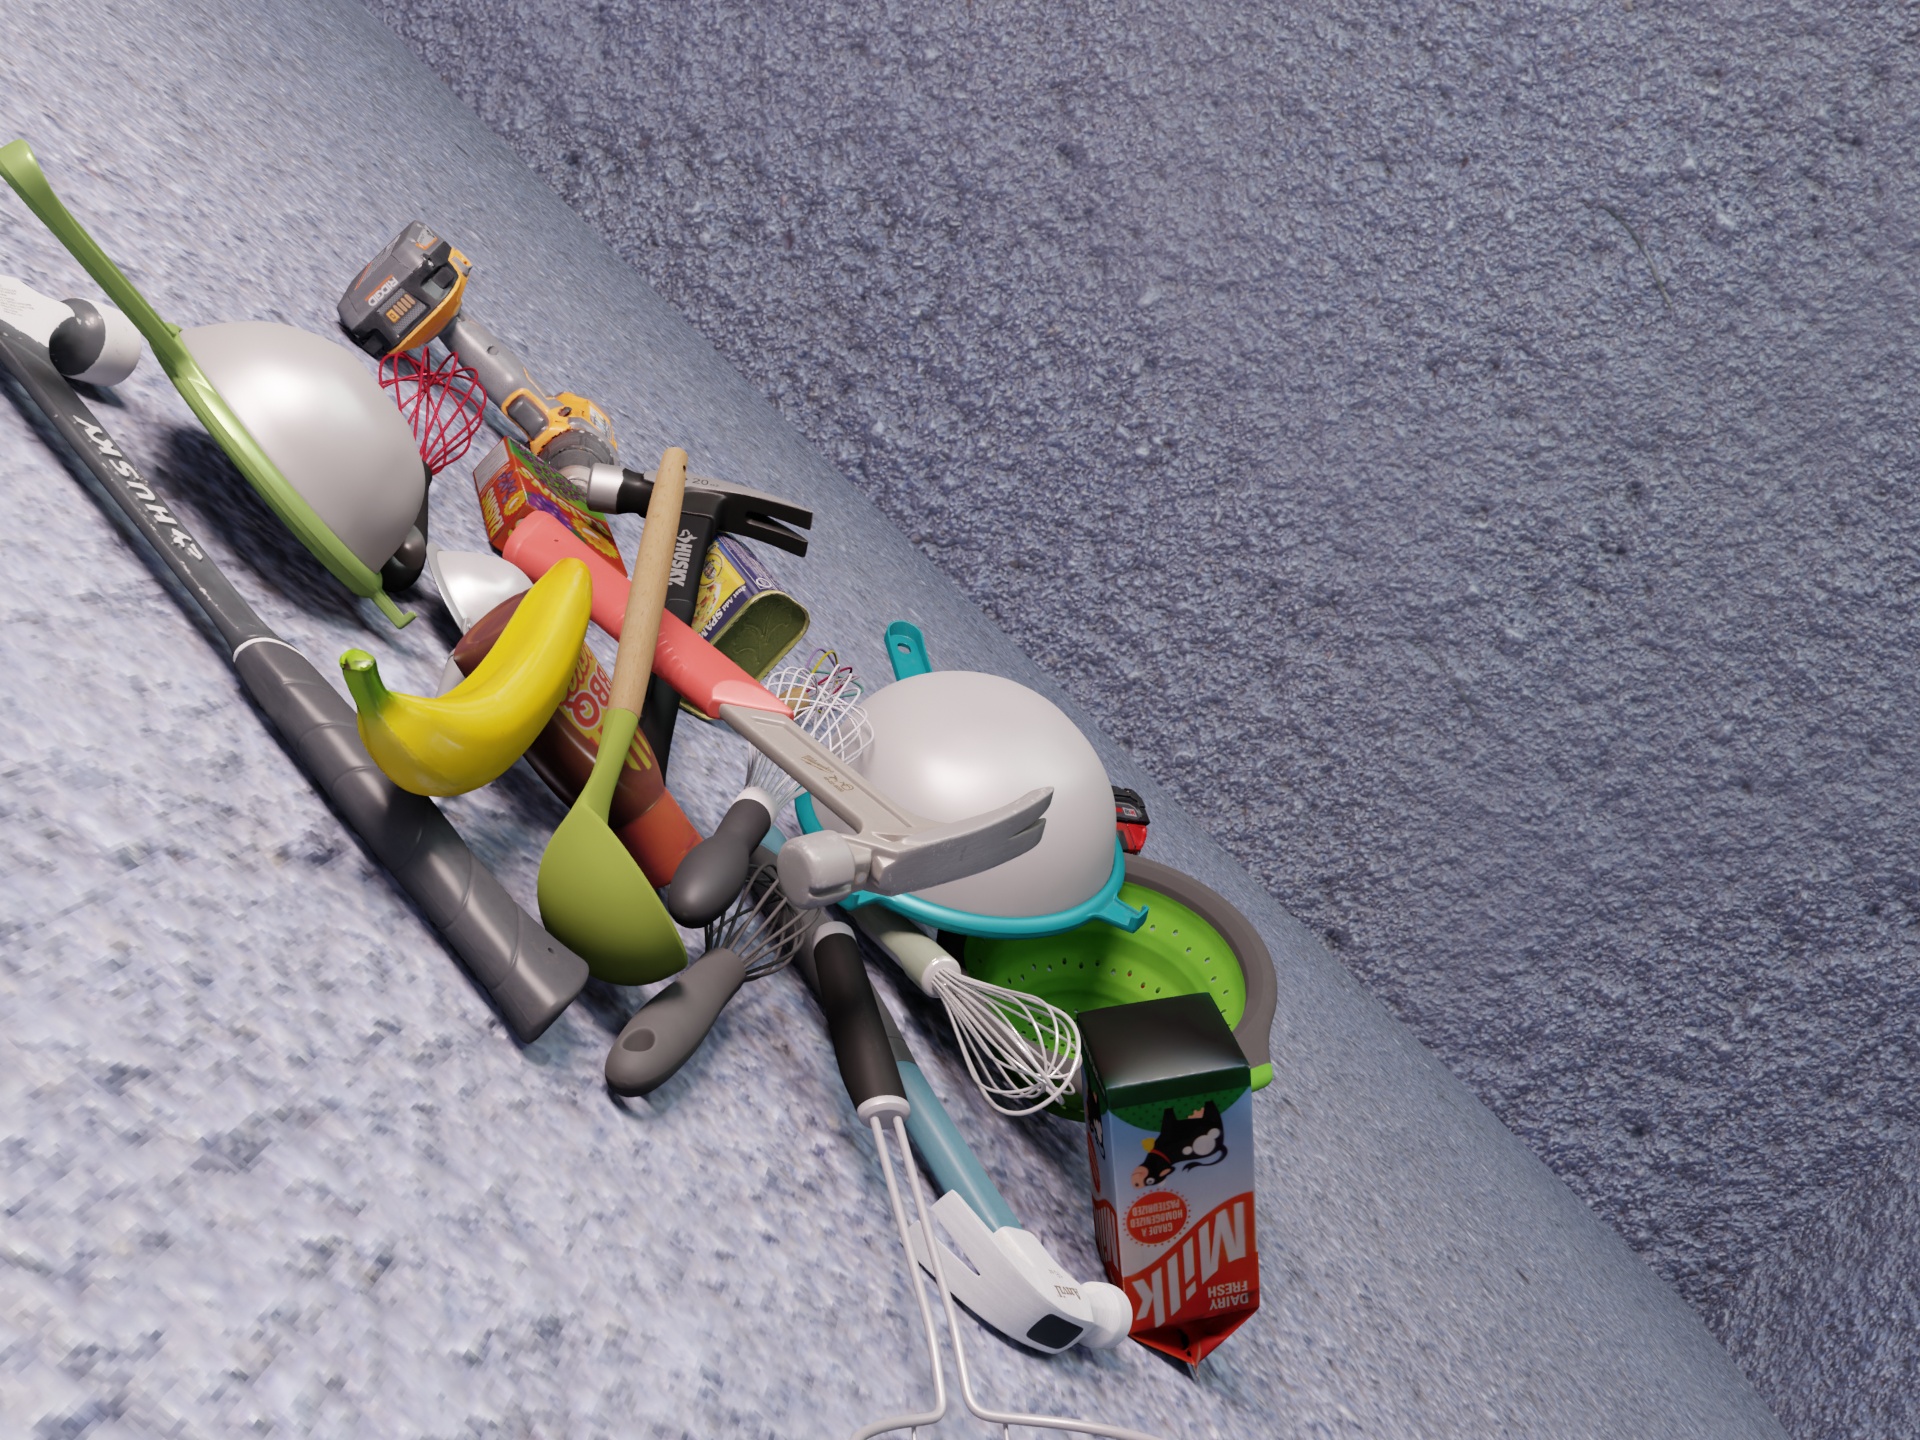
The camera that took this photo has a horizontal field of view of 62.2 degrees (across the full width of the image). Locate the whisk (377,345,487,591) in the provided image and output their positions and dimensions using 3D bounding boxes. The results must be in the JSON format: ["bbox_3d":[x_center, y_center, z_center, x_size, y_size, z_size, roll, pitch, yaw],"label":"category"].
[{"bbox_3d":[-0.315,-0.150,0.918,0.073,0.073,0.296,40,17,-31],"label":"whisk"}]

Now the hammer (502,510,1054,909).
[{"bbox_3d":[-0.121,-0.022,0.814,0.149,0.036,0.359,-12,37,-42],"label":"hammer"}]

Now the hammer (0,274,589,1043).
[{"bbox_3d":[-0.282,-0.037,0.619,0.409,0.036,0.149,47,10,12],"label":"hammer"}]

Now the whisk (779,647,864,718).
[{"bbox_3d":[-0.121,-0.015,1.234,0.051,0.047,0.245,33,13,2],"label":"whisk"}]

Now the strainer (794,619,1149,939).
[{"bbox_3d":[-0.002,-0.003,1.019,0.211,0.095,0.341,7,32,-18],"label":"strainer"}]

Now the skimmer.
[{"bbox_3d":[-0.007,0.179,0.628,0.127,0.090,0.364,10,28,-23],"label":"skimmer"}]

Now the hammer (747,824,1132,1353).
[{"bbox_3d":[-0.037,0.168,0.799,0.331,0.033,0.128,51,10,37],"label":"hammer"}]

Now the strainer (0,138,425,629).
[{"bbox_3d":[-0.308,-0.161,0.696,0.152,0.069,0.256,48,-11,29],"label":"strainer"}]

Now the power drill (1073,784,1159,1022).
[{"bbox_3d":[0.120,0.163,1.143,0.187,0.080,0.227,13,52,-50],"label":"power drill"}]

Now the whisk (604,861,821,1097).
[{"bbox_3d":[-0.109,0.110,0.704,0.055,0.055,0.239,45,14,-2],"label":"whisk"}]

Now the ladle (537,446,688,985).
[{"bbox_3d":[-0.138,-0.021,0.725,0.078,0.062,0.320,82,6,-47],"label":"ladle"}]

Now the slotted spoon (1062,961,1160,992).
[{"bbox_3d":[0.102,0.202,1.296,0.313,0.031,0.070,35,16,-40],"label":"slotted spoon"}]

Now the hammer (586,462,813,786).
[{"bbox_3d":[-0.166,-0.056,0.928,0.146,0.035,0.335,9,34,-9],"label":"hammer"}]

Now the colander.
[{"bbox_3d":[0.053,0.130,1.029,0.204,0.094,0.398,-8,37,-21],"label":"colander"}]

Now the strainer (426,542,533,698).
[{"bbox_3d":[-0.236,-0.030,0.773,0.086,0.050,0.259,61,5,-28],"label":"strainer"}]

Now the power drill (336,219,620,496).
[{"bbox_3d":[-0.341,-0.246,1.165,0.226,0.084,0.186,45,9,-28],"label":"power drill"}]

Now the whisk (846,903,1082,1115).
[{"bbox_3d":[-0.007,0.145,0.873,0.057,0.059,0.246,46,-8,-31],"label":"whisk"}]

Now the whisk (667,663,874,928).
[{"bbox_3d":[-0.096,0.035,0.810,0.070,0.070,0.285,44,20,-9],"label":"whisk"}]
